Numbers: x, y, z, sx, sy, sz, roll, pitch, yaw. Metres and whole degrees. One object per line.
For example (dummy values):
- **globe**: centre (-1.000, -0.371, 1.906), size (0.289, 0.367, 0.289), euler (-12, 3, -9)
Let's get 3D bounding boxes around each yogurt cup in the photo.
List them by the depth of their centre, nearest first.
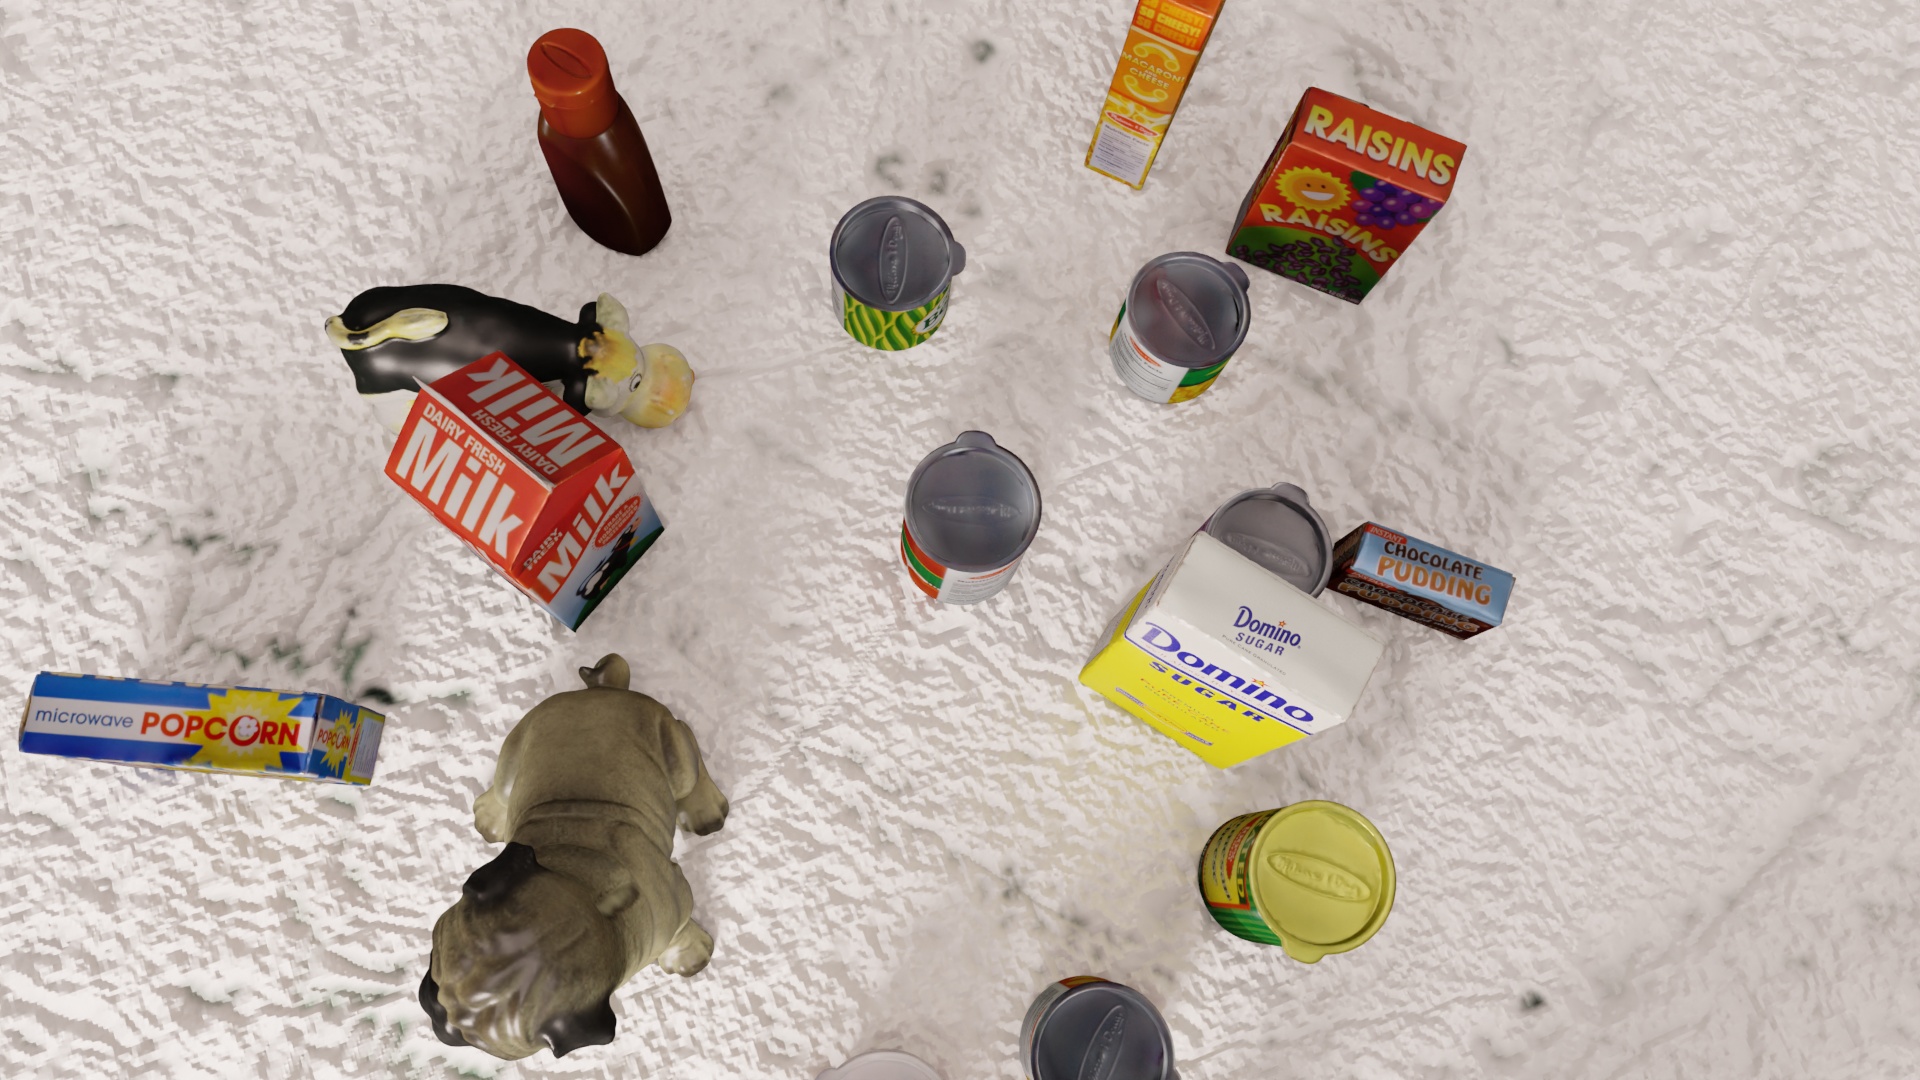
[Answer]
- **yogurt cup**: centre (-0.036, 0.268, 0.641), size (0.072, 0.053, 0.072), euler (1, 75, -4)

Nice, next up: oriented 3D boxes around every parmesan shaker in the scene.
- **parmesan shaker**: centre (0.154, 0.162, 0.659), size (0.071, 0.103, 0.071), euler (1, 76, -4)

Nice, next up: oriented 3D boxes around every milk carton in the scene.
- **milk carton**: centre (-0.196, -0.022, 0.634), size (0.072, 0.190, 0.073), euler (37, 76, 5)

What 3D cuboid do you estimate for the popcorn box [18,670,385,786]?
- **popcorn box**: centre (-0.348, 0.089, 0.648), size (0.127, 0.085, 0.038), euler (5, 75, -3)

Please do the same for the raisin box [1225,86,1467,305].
- **raisin box**: centre (0.202, -0.181, 0.743), size (0.086, 0.123, 0.040), euler (22, 75, 1)

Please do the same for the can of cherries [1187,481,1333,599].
- **can of cherries**: centre (0.154, 0.010, 0.722), size (0.071, 0.058, 0.071), euler (1, 75, -4)

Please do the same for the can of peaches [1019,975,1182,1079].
- **can of peaches**: centre (0.065, 0.242, 0.654), size (0.071, 0.058, 0.071), euler (1, 75, -4)

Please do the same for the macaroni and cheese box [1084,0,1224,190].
- **macaroni and cheese box**: centre (0.117, -0.283, 0.741), size (0.040, 0.166, 0.124), euler (23, 75, 2)

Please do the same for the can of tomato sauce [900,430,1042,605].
- **can of tomato sauce**: centre (0.003, -0.009, 0.702), size (0.071, 0.083, 0.071), euler (1, 76, -4)

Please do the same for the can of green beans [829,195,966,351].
- **can of green beans**: centre (-0.037, -0.142, 0.747), size (0.071, 0.057, 0.071), euler (1, 75, -4)

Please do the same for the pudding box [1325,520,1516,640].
- **pudding box**: centre (0.240, 0.021, 0.730), size (0.084, 0.049, 0.030), euler (21, 75, 1)

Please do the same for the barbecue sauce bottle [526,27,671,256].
- **barbecue sauce bottle**: centre (-0.186, -0.200, 0.704), size (0.065, 0.148, 0.044), euler (36, 76, 5)

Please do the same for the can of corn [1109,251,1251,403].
- **can of corn**: centre (0.119, -0.115, 0.752), size (0.071, 0.058, 0.071), euler (1, 75, -4)
